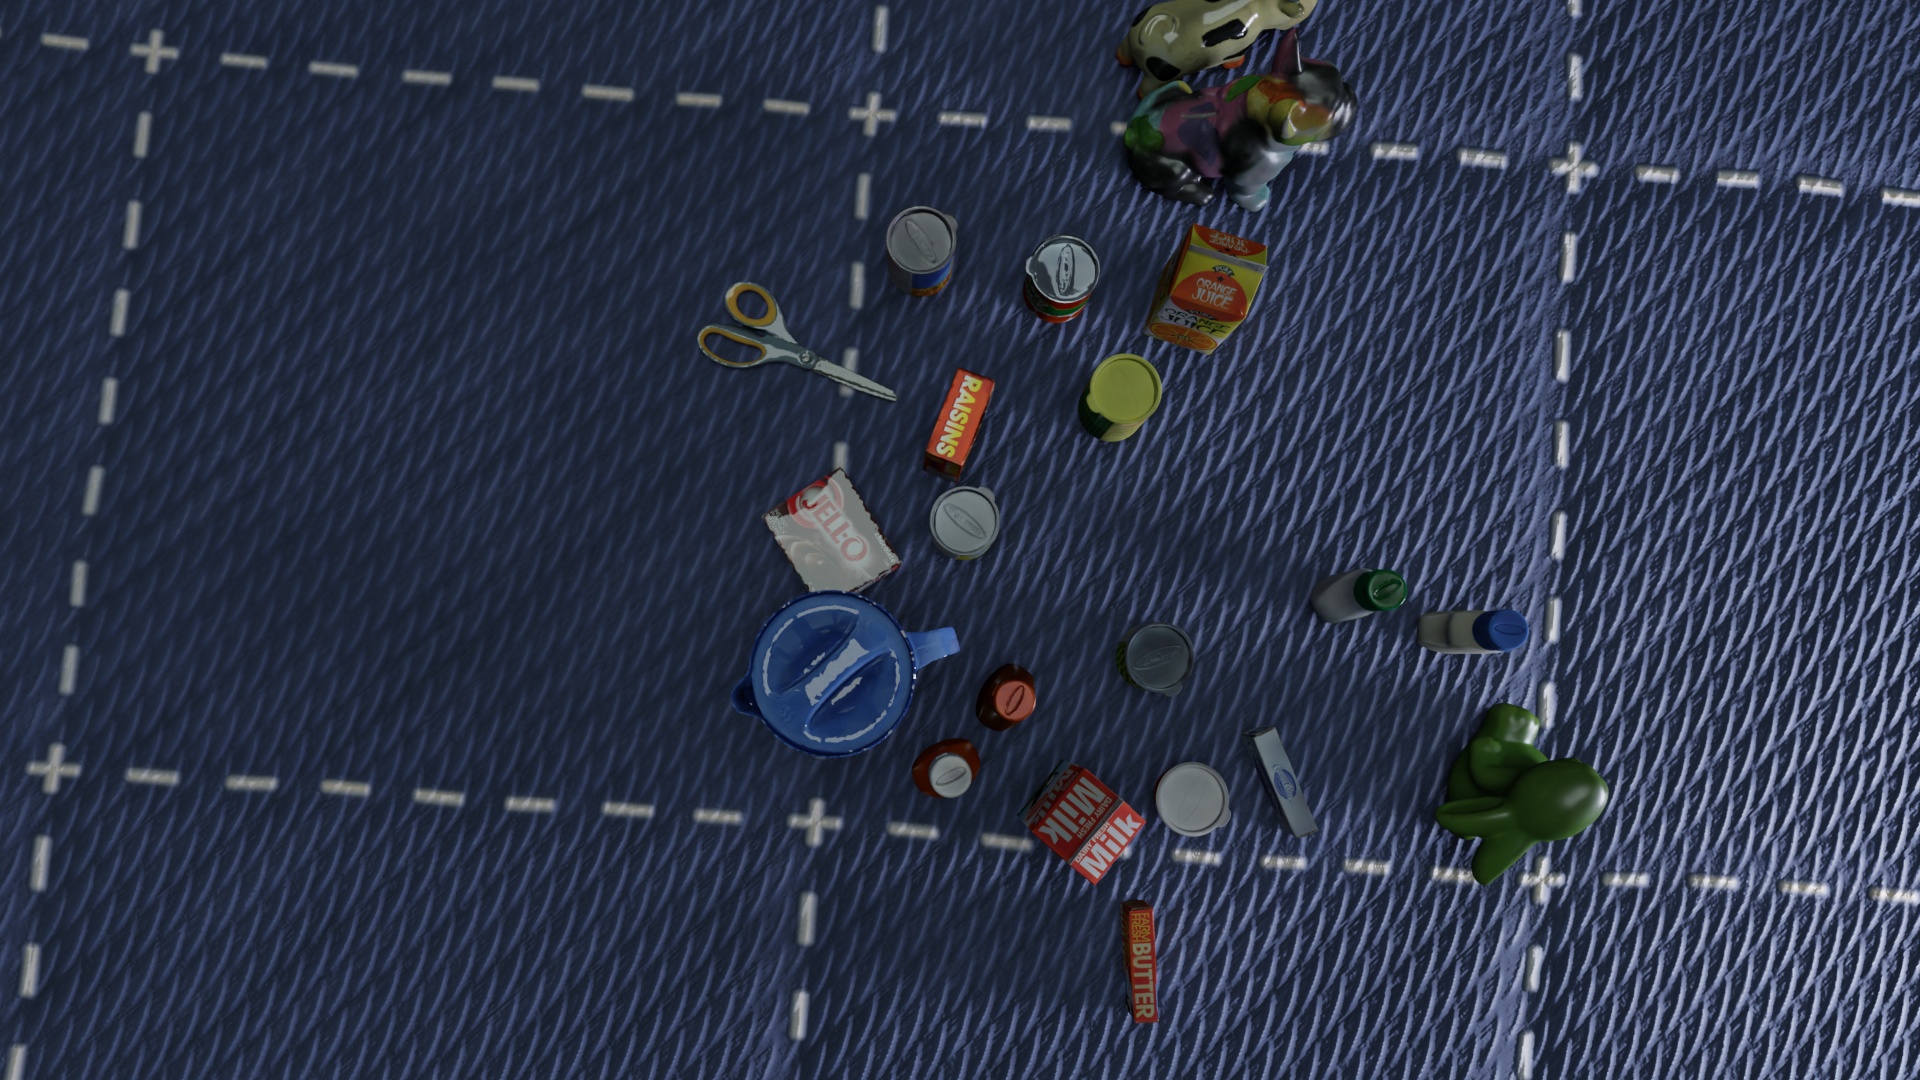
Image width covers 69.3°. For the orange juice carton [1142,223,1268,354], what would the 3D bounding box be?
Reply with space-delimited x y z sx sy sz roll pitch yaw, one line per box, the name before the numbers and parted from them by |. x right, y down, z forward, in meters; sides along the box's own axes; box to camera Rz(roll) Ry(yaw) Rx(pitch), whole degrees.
orange juice carton | 0.228 -0.236 1.290 0.072 0.192 0.073 18 84 -1

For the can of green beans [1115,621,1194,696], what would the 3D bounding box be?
can of green beans | 0.184 0.111 1.320 0.071 0.058 0.071 0 84 -2

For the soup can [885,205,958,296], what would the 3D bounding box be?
soup can | -0.036 -0.278 1.337 0.071 0.083 0.071 0 84 -2

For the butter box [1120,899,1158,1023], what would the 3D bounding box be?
butter box | 0.166 0.390 1.292 0.024 0.053 0.103 -2 84 -3

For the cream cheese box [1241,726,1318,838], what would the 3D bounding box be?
cream cheese box | 0.301 0.227 1.315 0.024 0.053 0.104 -22 86 -4

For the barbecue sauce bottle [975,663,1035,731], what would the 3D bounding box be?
barbecue sauce bottle | 0.043 0.144 1.264 0.044 0.148 0.065 30 84 1

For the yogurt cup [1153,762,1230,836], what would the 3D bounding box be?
yogurt cup | 0.214 0.242 1.309 0.072 0.054 0.072 0 84 -2

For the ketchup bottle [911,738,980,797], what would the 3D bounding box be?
ketchup bottle | -0.012 0.207 1.255 0.065 0.148 0.043 -26 86 -5

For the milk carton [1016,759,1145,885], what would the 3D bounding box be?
milk carton | 0.107 0.249 1.235 0.073 0.190 0.072 40 84 2

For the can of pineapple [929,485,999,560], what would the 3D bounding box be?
can of pineapple | 0.005 -0.017 1.325 0.071 0.058 0.071 0 84 -2

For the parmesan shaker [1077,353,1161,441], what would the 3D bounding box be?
parmesan shaker | 0.147 -0.133 1.321 0.071 0.103 0.071 0 84 -2

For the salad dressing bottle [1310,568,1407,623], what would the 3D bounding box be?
salad dressing bottle | 0.370 0.050 1.289 0.064 0.147 0.044 -28 86 -5

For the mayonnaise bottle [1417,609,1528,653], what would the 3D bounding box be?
mayonnaise bottle | 0.479 0.084 1.290 0.065 0.148 0.041 6 84 -2

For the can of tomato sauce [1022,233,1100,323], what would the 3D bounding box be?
can of tomato sauce | 0.094 -0.251 1.341 0.071 0.083 0.071 0 84 -2

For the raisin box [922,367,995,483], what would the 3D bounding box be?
raisin box | -0.003 -0.105 1.301 0.040 0.123 0.086 22 84 0
